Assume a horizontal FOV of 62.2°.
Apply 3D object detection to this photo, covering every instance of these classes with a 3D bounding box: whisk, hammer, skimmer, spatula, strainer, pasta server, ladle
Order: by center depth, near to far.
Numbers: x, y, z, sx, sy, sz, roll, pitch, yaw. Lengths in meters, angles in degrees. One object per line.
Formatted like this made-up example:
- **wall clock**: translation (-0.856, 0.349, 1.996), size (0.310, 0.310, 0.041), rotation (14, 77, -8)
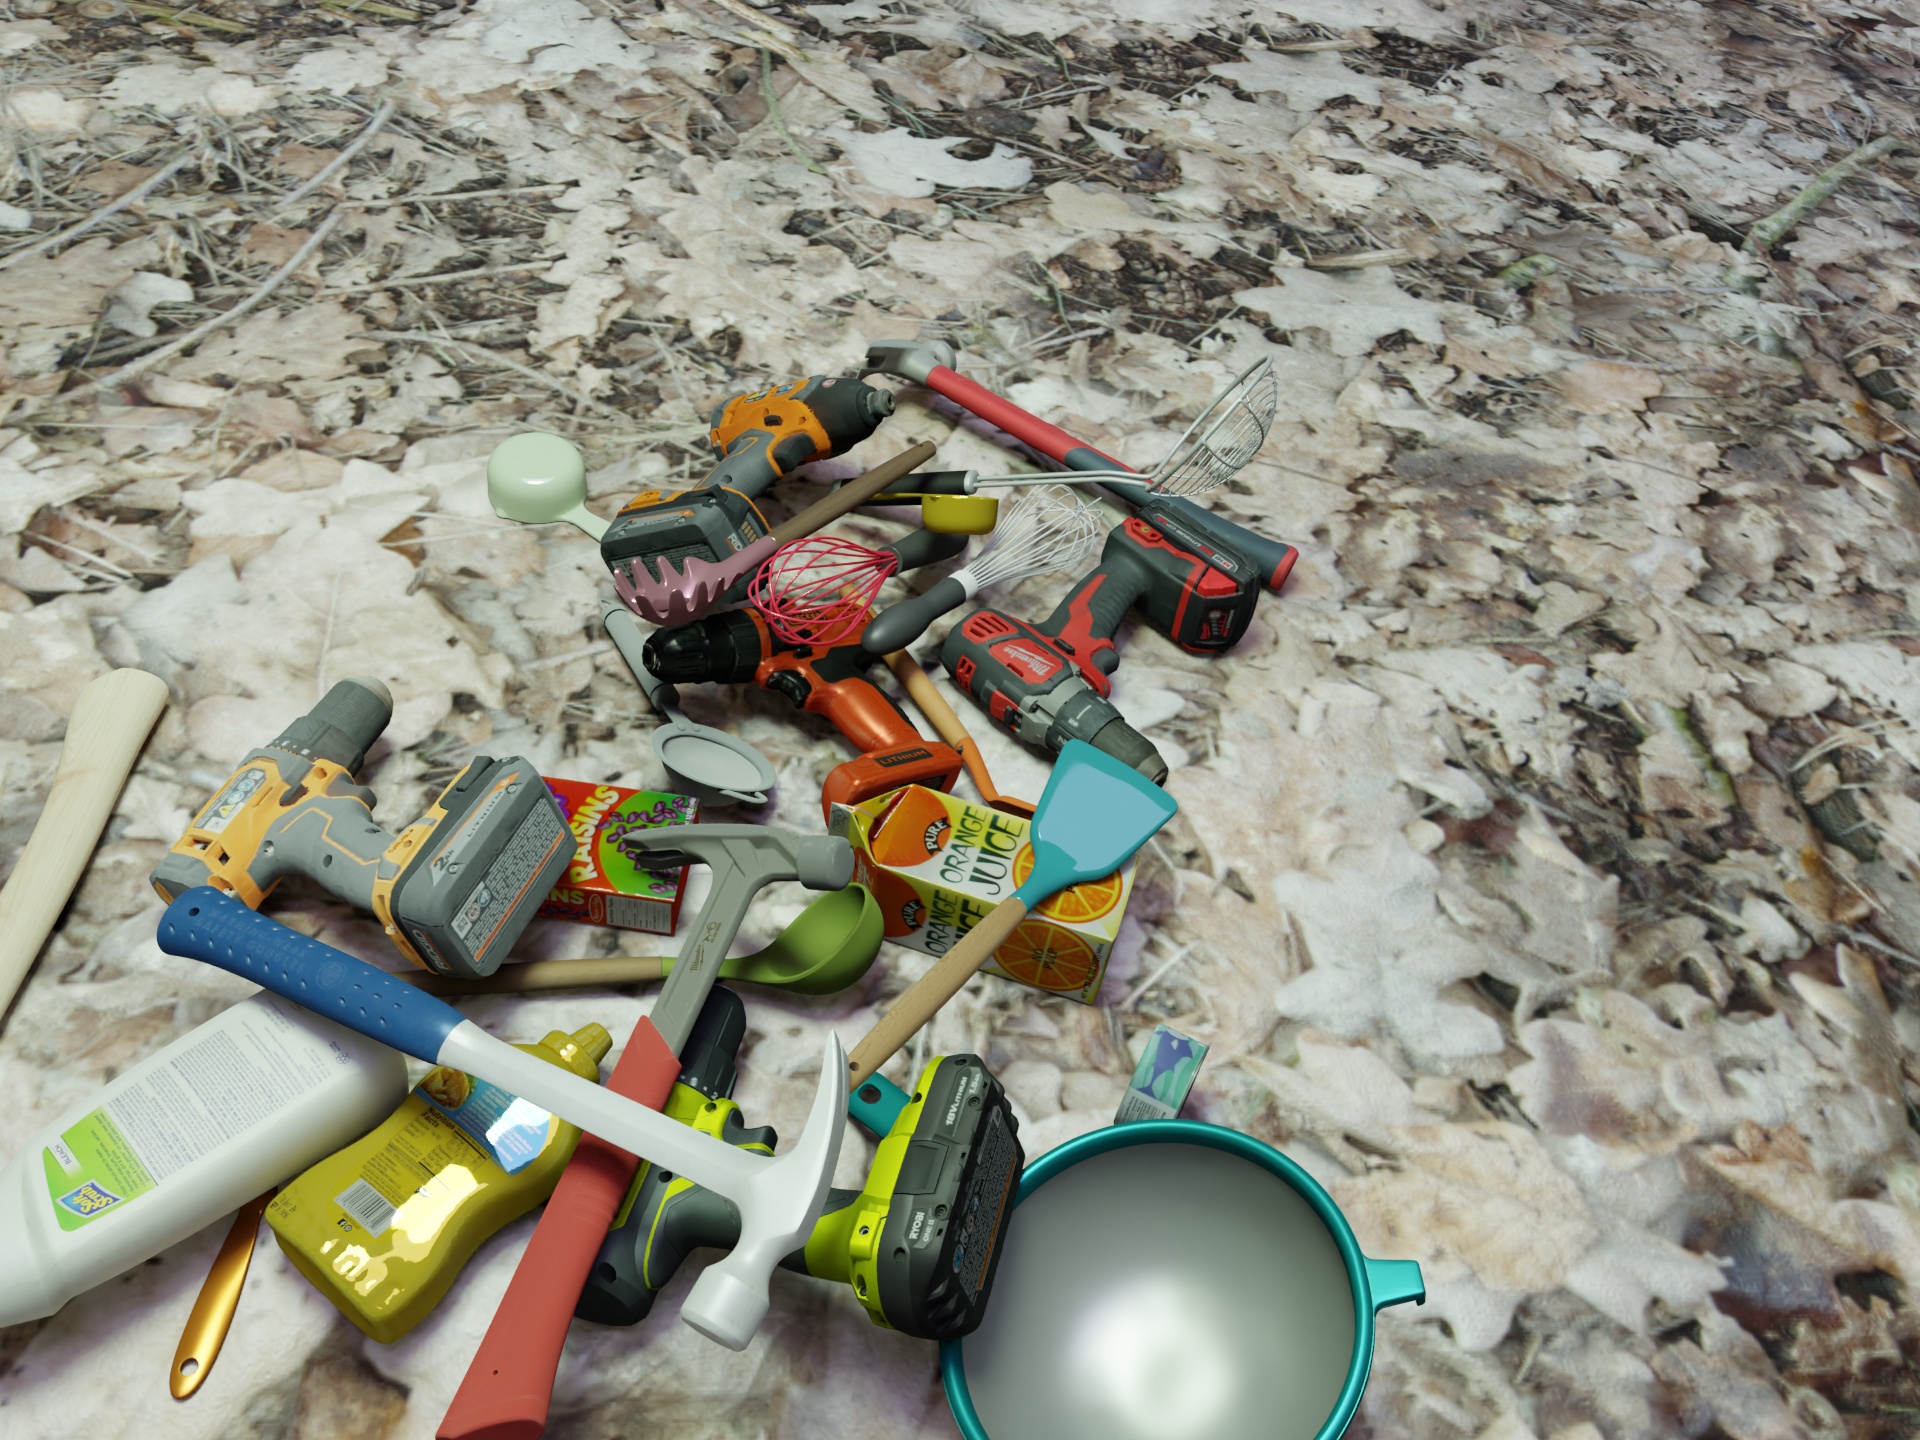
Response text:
- **hammer**: translation (-0.240, 0.160, 0.794), size (0.406, 0.035, 0.144), rotation (18, 58, 22)
- **hammer**: translation (-0.177, 0.196, 0.821), size (0.149, 0.036, 0.359), rotation (-2, 45, 24)
- **strainer**: translation (0.059, 0.292, 0.834), size (0.211, 0.095, 0.341), rotation (-42, 43, -23)
- **spatula**: translation (0.020, 0.109, 0.891), size (0.082, 0.044, 0.317), rotation (32, 38, 15)
- **hammer**: translation (-0.537, 0.127, 0.914), size (0.146, 0.038, 0.411), rotation (7, 47, -5)
- **ladle**: translation (-0.205, 0.138, 0.945), size (0.320, 0.062, 0.078), rotation (-3, 22, -7)
- **strainer**: translation (-0.199, -0.009, 1.090), size (0.086, 0.050, 0.259), rotation (6, 34, -41)
- **pasta server**: translation (-0.115, -0.139, 1.106), size (0.060, 0.040, 0.316), rotation (20, 40, 31)
- **spatula**: translation (-0.002, -0.004, 1.111), size (0.041, 0.080, 0.323), rotation (-38, 53, 1)
- **whisk**: translation (-0.061, -0.110, 1.138), size (0.073, 0.073, 0.296), rotation (28, 25, 16)
- **whisk**: translation (0.018, -0.110, 1.180), size (0.070, 0.070, 0.284), rotation (34, 43, 20)
- **skimmer**: translation (0.059, -0.209, 1.190), size (0.363, 0.090, 0.127), rotation (0, 31, 24)
- **hammer**: translation (0.096, -0.212, 1.296), size (0.386, 0.038, 0.143), rotation (32, 24, 15)

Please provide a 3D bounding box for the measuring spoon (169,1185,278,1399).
- **measuring spoon**: translation (-0.376, 0.285, 0.811), size (0.021, 0.011, 0.117), rotation (7, 47, -2)

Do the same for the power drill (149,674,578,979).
- **power drill**: translation (-0.343, 0.055, 0.950), size (0.226, 0.084, 0.185), rotation (8, 49, 24)

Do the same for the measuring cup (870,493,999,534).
- **measuring cup**: translation (-0.038, -0.156, 1.194), size (0.157, 0.029, 0.062), rotation (8, 10, 40)

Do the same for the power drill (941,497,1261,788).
- **power drill**: translation (0.123, -0.049, 1.156), size (0.188, 0.080, 0.227), rotation (39, 56, 24)

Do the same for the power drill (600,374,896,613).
- **power drill**: translation (-0.150, -0.181, 1.188), size (0.164, 0.084, 0.227), rotation (-6, 38, 34)

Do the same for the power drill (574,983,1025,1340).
- **power drill**: translation (-0.089, 0.225, 0.832), size (0.228, 0.080, 0.191), rotation (0, 44, 22)

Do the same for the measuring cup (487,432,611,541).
- **measuring cup**: translation (-0.293, -0.170, 1.221), size (0.168, 0.038, 0.083), rotation (31, 51, 20)
